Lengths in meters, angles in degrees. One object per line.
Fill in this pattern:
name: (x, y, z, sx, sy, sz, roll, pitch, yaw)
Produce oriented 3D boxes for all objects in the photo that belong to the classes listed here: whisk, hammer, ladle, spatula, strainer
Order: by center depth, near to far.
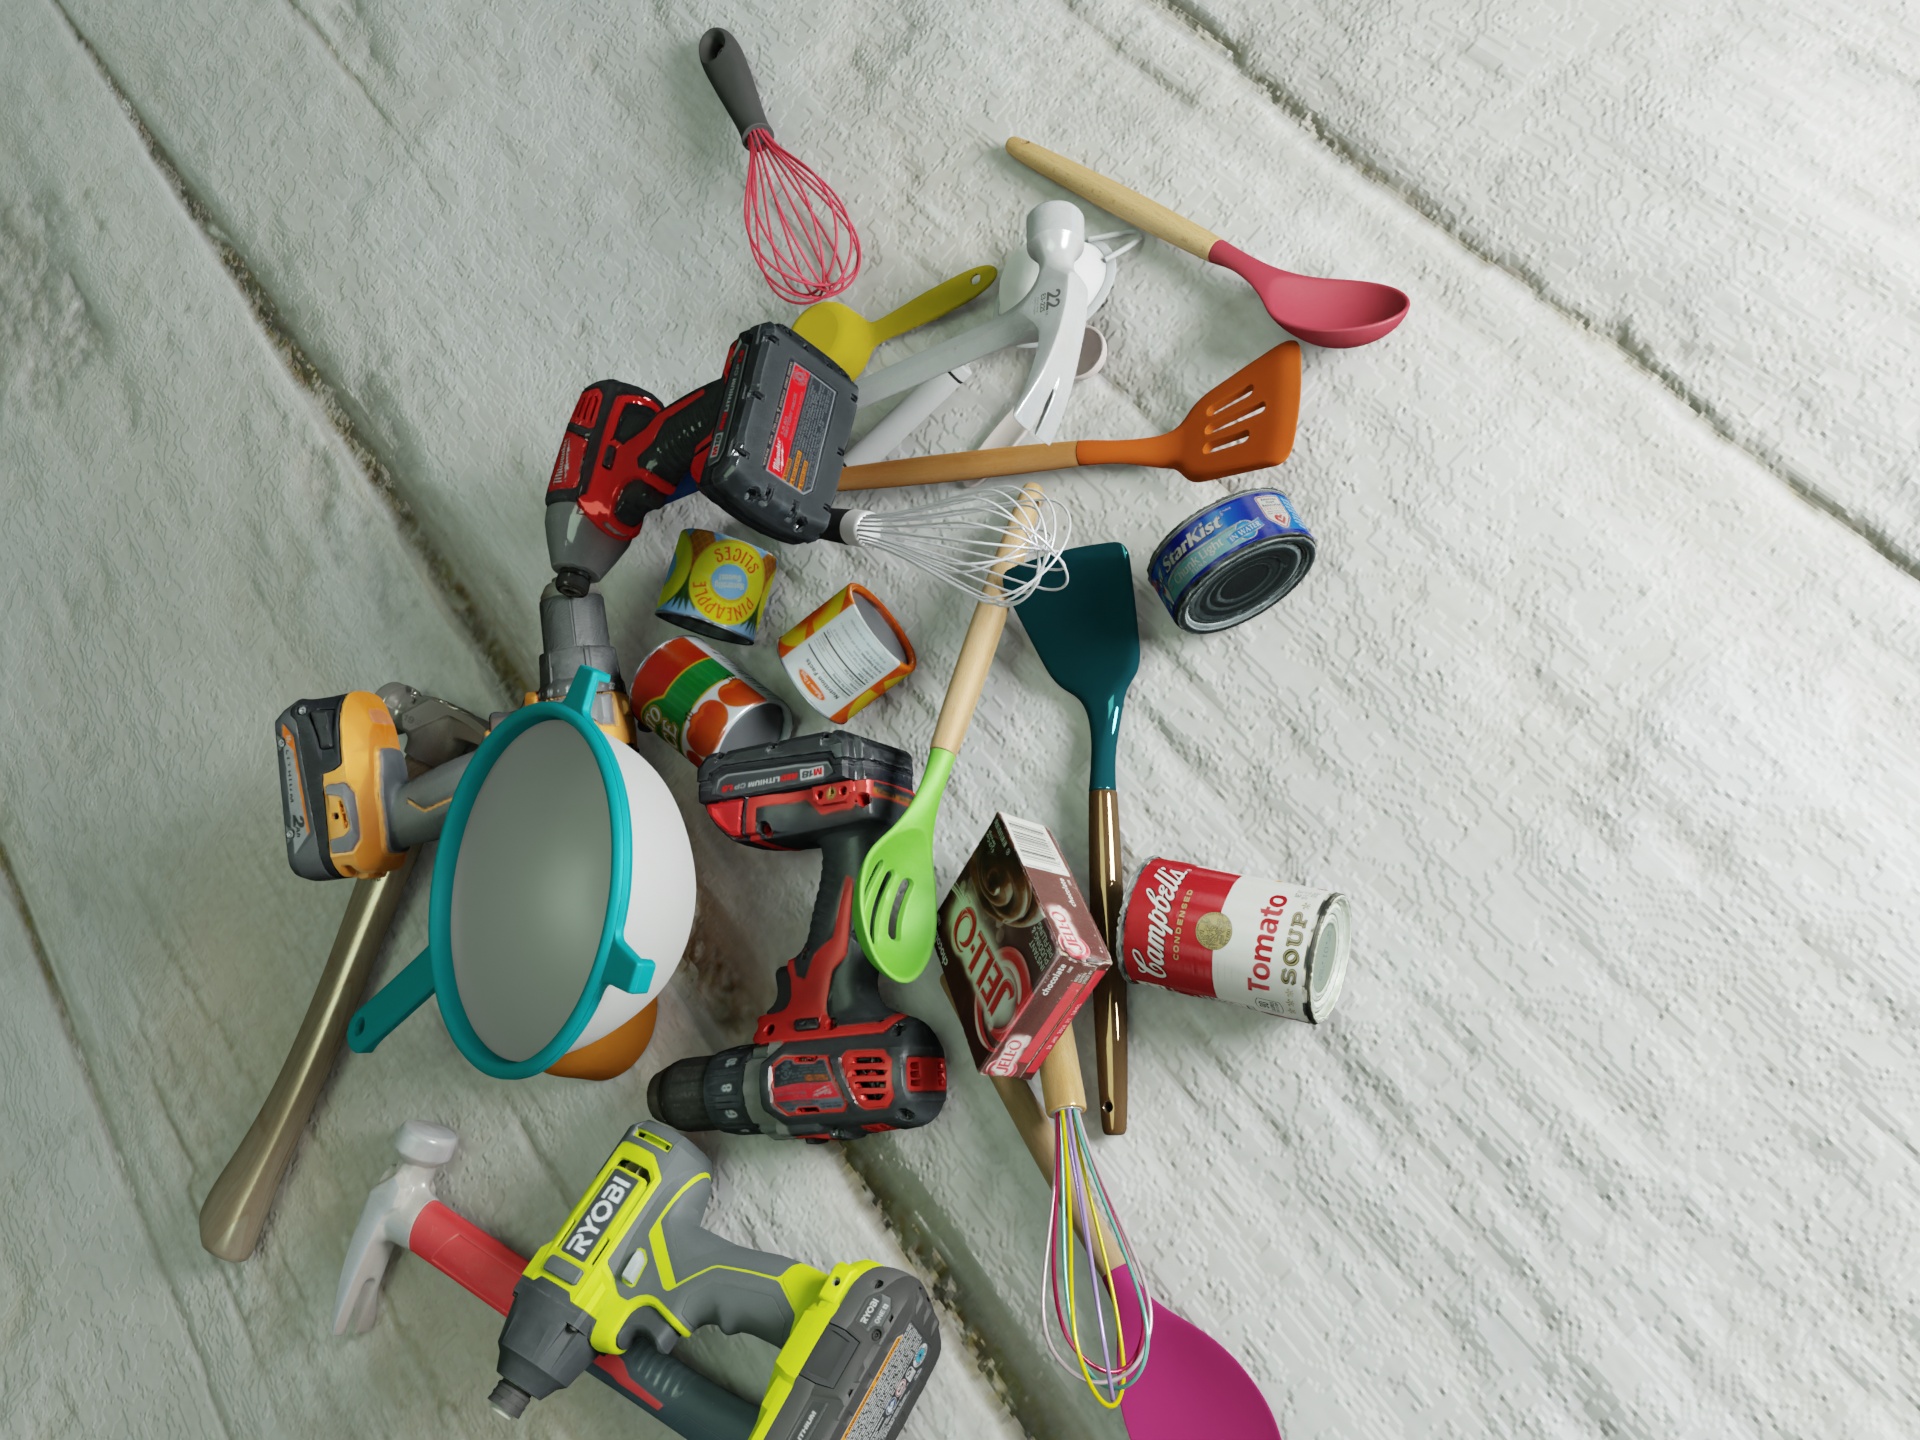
whisk: (0.057, 0.220, 0.813, 0.051, 0.047, 0.245, -46, 42, 44)
spatula: (0.072, 0.063, 0.869, 0.082, 0.044, 0.318, -11, 73, 33)
spatula: (0.045, -0.161, 0.937, 0.323, 0.041, 0.081, -2, 64, 25)
ladle: (0.132, -0.287, 0.939, 0.069, 0.031, 0.316, -30, 51, -27)
whisk: (-0.040, -0.110, 0.942, 0.285, 0.070, 0.070, 14, 83, 48)
hammer: (-0.229, 0.381, 0.949, 0.386, 0.038, 0.143, 18, 87, 31)
strainer: (-0.257, 0.130, 0.955, 0.340, 0.095, 0.211, -37, 56, 37)
strainer: (0.003, -0.226, 0.989, 0.258, 0.050, 0.087, -41, 45, 16)
hammer: (-0.096, -0.185, 0.994, 0.405, 0.035, 0.144, -15, 61, 34)
whisk: (-0.136, -0.392, 1.101, 0.073, 0.073, 0.296, -33, 57, 17)
hammer: (-0.425, 0.183, 1.111, 0.146, 0.038, 0.410, 20, 87, 30)

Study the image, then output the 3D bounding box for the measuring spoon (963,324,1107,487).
measuring spoon: (0.046, -0.188, 0.972, 0.124, 0.018, 0.034, -47, 56, 17)

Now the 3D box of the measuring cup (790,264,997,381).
measuring cup: (-0.048, -0.262, 1.025, 0.156, 0.029, 0.062, -19, 68, 29)

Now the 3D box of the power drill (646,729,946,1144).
power drill: (-0.104, 0.132, 0.929, 0.188, 0.080, 0.227, -11, 74, 26)

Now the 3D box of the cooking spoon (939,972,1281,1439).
cooking spoon: (0.068, 0.264, 0.831, 0.069, 0.017, 0.319, -33, 63, 4)

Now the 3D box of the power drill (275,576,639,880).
power drill: (-0.321, 0.009, 1.034, 0.226, 0.084, 0.185, -8, 86, 6)

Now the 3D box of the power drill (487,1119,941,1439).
power drill: (-0.139, 0.334, 0.863, 0.223, 0.080, 0.171, 16, 57, 30)

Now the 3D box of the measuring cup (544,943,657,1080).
measuring cup: (-0.259, 0.147, 1.019, 0.095, 0.052, 0.174, -35, 65, 16)

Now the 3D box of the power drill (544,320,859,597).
power drill: (-0.172, -0.152, 0.967, 0.220, 0.078, 0.143, -5, 65, 42)

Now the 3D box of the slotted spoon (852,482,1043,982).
slotted spoon: (-0.001, -0.003, 0.898, 0.031, 0.070, 0.314, -1, 61, 38)
